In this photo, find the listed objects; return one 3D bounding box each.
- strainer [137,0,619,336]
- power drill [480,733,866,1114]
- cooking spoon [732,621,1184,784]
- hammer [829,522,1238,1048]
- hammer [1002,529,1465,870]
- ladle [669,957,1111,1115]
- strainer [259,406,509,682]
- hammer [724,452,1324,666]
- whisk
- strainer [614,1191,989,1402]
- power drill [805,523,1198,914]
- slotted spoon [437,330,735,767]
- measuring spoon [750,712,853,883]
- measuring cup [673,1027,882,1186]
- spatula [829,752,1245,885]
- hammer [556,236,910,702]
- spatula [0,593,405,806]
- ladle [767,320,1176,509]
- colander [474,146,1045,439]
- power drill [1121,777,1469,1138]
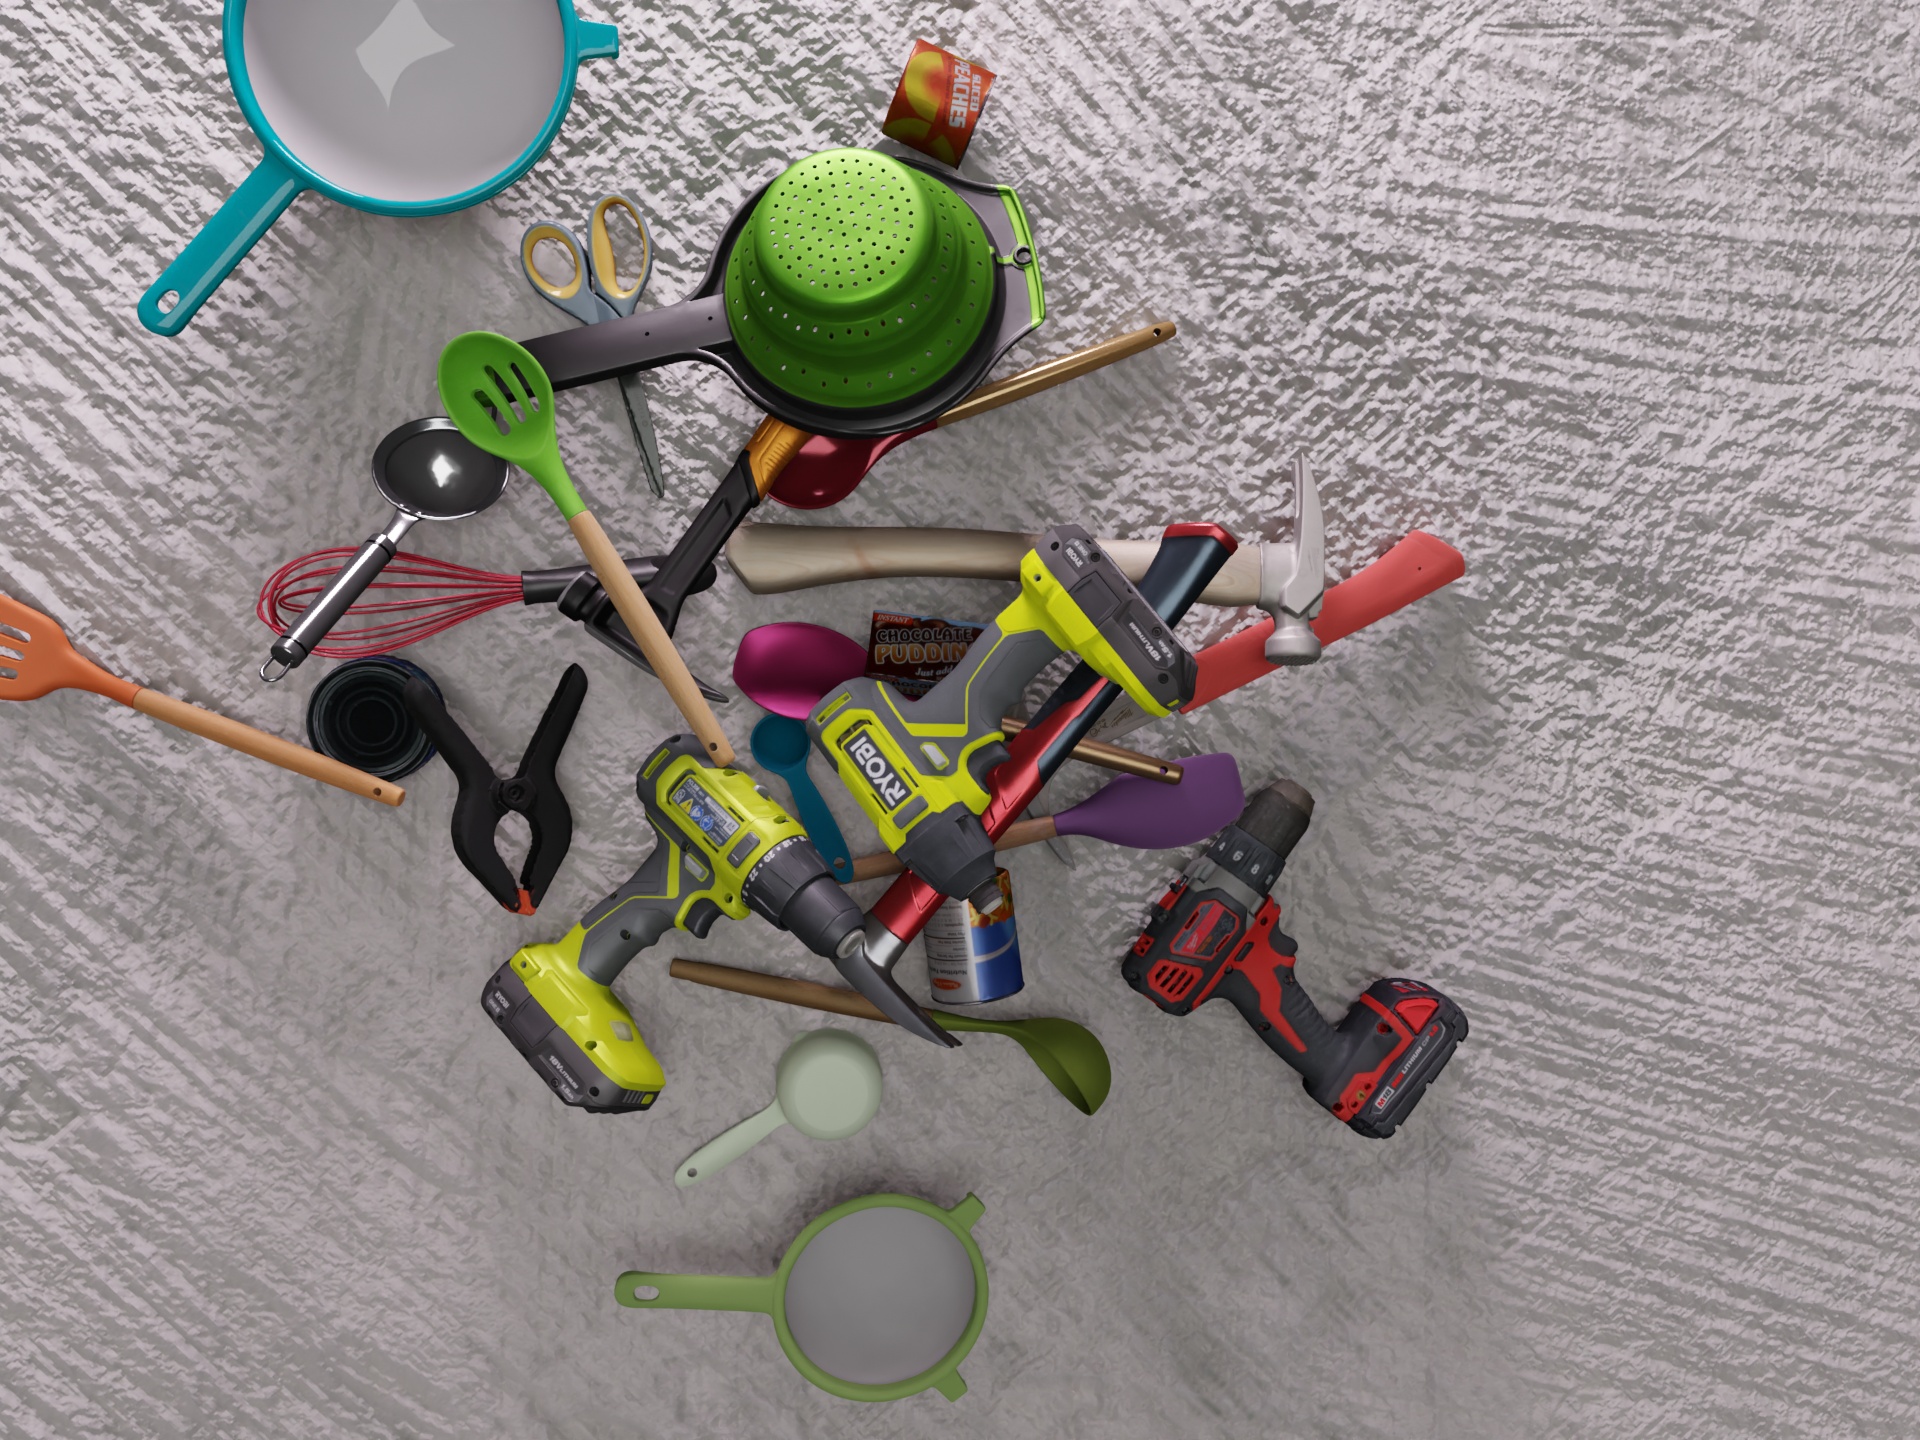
[{"bbox_3d":[-0.385,-0.368,1.005,0.211,0.095,0.340,42,91,-6],"label":"strainer"},{"bbox_3d":[-0.187,0.147,1.050,0.191,0.080,0.228,41,91,23],"label":"power drill"},{"bbox_3d":[-0.002,-0.004,1.096,0.319,0.017,0.069,15,78,3],"label":"cooking spoon"},{"bbox_3d":[0.060,0.034,1.051,0.143,0.038,0.386,41,94,16],"label":"hammer"},{"bbox_3d":[0.199,-0.033,1.138,0.359,0.037,0.149,-25,98,-4],"label":"hammer"},{"bbox_3d":[-0.049,0.217,1.119,0.320,0.078,0.062,12,73,-3],"label":"ladle"},{"bbox_3d":[-0.364,-0.113,1.005,0.087,0.050,0.259,24,50,1],"label":"strainer"},{"bbox_3d":[0.046,-0.121,1.096,0.410,0.038,0.146,3,81,-2],"label":"hammer"},{"bbox_3d":[-0.310,-0.086,1.058,0.295,0.073,0.073,-6,96,-12],"label":"whisk"},{"bbox_3d":[-0.110,0.392,1.117,0.256,0.069,0.151,4,97,-7],"label":"strainer"},{"bbox_3d":[0.033,-0.001,1.005,0.223,0.080,0.171,-40,76,10],"label":"power drill"},{"bbox_3d":[-0.230,-0.106,1.005,0.070,0.031,0.314,-31,91,15],"label":"slotted spoon"},{"bbox_3d":[-0.105,0.054,1.107,0.042,0.021,0.128,-26,91,1],"label":"measuring spoon"},{"bbox_3d":[-0.130,0.283,1.120,0.167,0.038,0.083,-33,98,-6],"label":"measuring cup"},{"bbox_3d":[0.041,0.081,1.106,0.316,0.018,0.060,-12,89,3],"label":"spatula"},{"bbox_3d":[-0.119,-0.175,1.052,0.127,0.034,0.337,34,83,-3],"label":"hammer"},{"bbox_3d":[-0.515,-0.005,1.030,0.322,0.041,0.081,20,92,2],"label":"spatula"},{"bbox_3d":[0.005,-0.220,1.102,0.315,0.031,0.069,-21,92,-7],"label":"ladle"},{"bbox_3d":[-0.147,-0.270,1.003,0.397,0.094,0.205,-13,76,2],"label":"colander"},{"bbox_3d":[0.251,0.170,1.145,0.226,0.080,0.188,36,89,-6],"label":"power drill"}]
